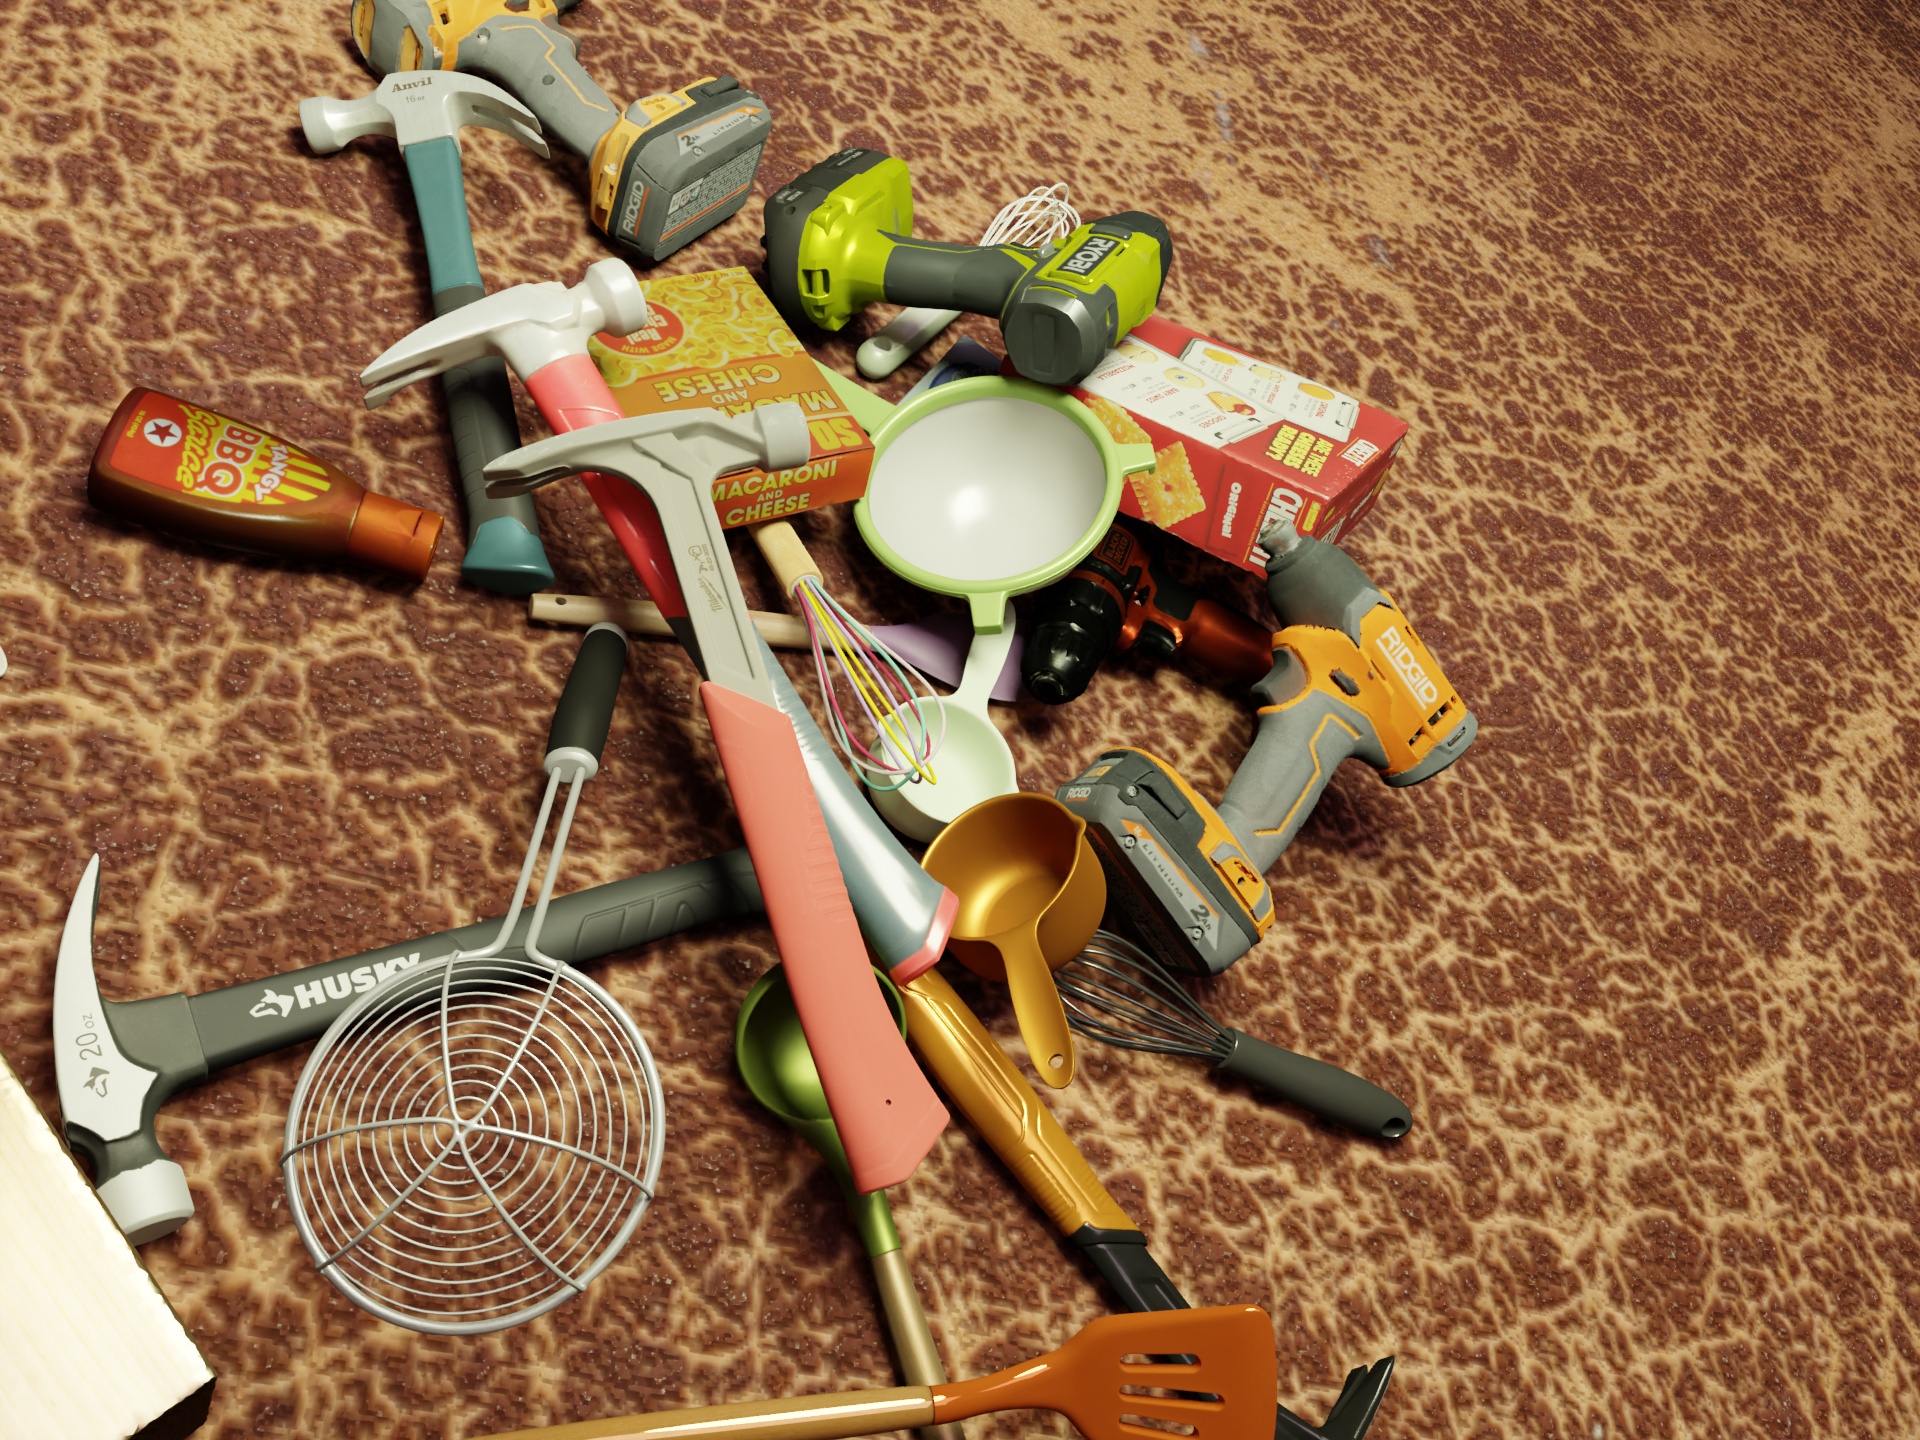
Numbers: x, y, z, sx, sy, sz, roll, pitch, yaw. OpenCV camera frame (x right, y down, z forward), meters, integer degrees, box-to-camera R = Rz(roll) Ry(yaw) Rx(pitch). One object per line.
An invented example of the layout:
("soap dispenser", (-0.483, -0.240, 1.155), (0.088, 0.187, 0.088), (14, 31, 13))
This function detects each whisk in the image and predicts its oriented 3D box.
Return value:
("whisk", (0.138, 0.166, 0.820), (0.238, 0.055, 0.055), (26, 50, -17))
("whisk", (-0.072, -0.053, 0.830), (0.047, 0.051, 0.245), (7, 39, -42))
("whisk", (0.007, -0.293, 1.056), (0.058, 0.059, 0.246), (34, 53, 11))

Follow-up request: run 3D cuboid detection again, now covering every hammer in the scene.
("hammer", (-0.093, 0.028, 0.694), (0.149, 0.036, 0.359), (-15, 75, -16))
("hammer", (-0.206, 0.096, 0.686), (0.334, 0.035, 0.146), (-14, 67, -35))
("hammer", (0.058, 0.219, 0.747), (0.127, 0.034, 0.337), (-33, 78, -39))
("hammer", (-0.131, -0.039, 0.748), (0.143, 0.038, 0.386), (-29, 80, -21))
("hammer", (-0.266, -0.213, 0.845), (0.128, 0.033, 0.331), (-15, 69, -5))

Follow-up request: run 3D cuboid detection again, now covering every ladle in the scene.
("ladle", (-0.022, 0.250, 0.670), (0.078, 0.062, 0.320), (-15, 69, -14))

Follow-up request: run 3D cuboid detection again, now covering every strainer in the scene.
("strainer", (-0.023, -0.146, 0.927), (0.256, 0.069, 0.151), (35, 70, 24))

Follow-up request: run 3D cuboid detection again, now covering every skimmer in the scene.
("skimmer", (-0.174, 0.076, 0.660), (0.127, 0.090, 0.364), (6, 29, -7))

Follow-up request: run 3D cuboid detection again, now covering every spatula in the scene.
("spatula", (-0.034, 0.274, 0.620), (0.322, 0.041, 0.081), (0, 96, -14))
("spatula", (-0.074, -0.045, 0.863), (0.315, 0.018, 0.060), (5, 56, -27))

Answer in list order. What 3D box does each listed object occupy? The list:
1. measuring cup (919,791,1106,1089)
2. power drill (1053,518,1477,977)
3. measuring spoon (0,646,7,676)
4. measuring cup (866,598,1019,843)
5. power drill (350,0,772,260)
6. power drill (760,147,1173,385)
("measuring cup", (0.036, 0.112, 0.746), (0.052, 0.095, 0.174), (56, 12, -41))
("power drill", (0.157, 0.008, 0.848), (0.226, 0.084, 0.164), (-40, 101, -19))
("measuring spoon", (-0.453, -0.060, 0.673), (0.124, 0.018, 0.034), (45, 49, -4))
("measuring cup", (-0.001, -0.003, 0.863), (0.083, 0.038, 0.168), (28, 48, -9))
("power drill", (-0.227, -0.400, 0.982), (0.226, 0.084, 0.185), (36, 48, 3))
("power drill", (0.009, -0.279, 0.961), (0.223, 0.080, 0.171), (17, 43, 20))
